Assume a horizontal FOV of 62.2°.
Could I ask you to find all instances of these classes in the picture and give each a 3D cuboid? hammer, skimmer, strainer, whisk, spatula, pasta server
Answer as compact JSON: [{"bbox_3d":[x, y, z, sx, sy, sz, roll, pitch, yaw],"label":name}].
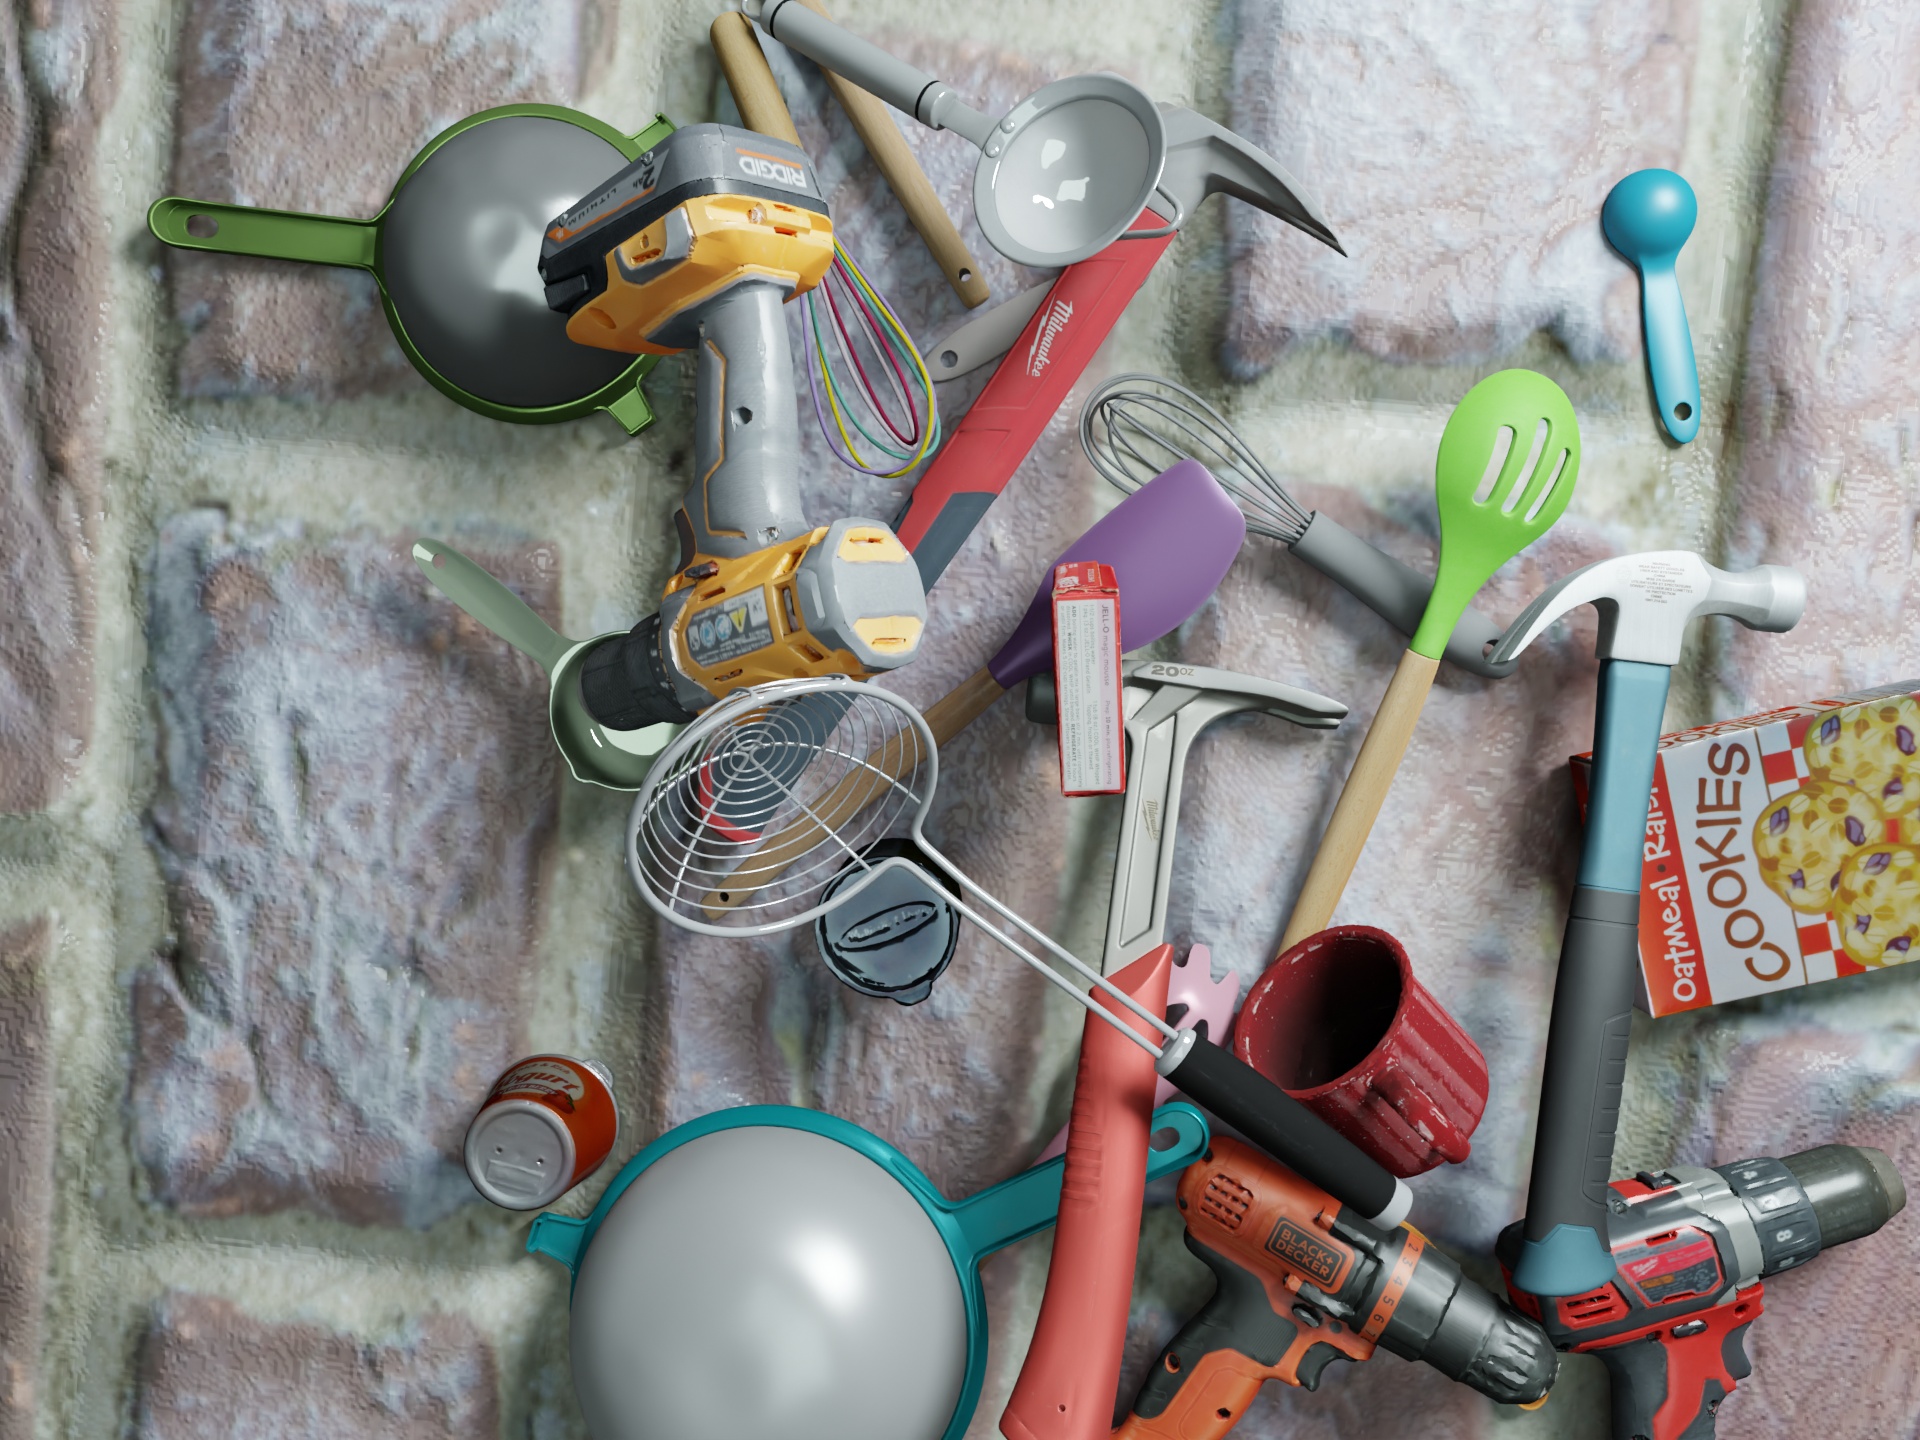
[{"bbox_3d":[0.285,0.088,0.702,0.128,0.033,0.331,7,89,0],"label":"hammer"},{"bbox_3d":[0.037,0.111,0.630,0.363,0.090,0.127,36,107,-6],"label":"skimmer"},{"bbox_3d":[0.080,0.148,0.705,0.149,0.036,0.359,8,74,4],"label":"hammer"},{"bbox_3d":[-0.042,0.263,0.723,0.340,0.095,0.211,-28,85,11],"label":"strainer"},{"bbox_3d":[-0.002,-0.263,0.690,0.259,0.050,0.087,37,95,21],"label":"strainer"},{"bbox_3d":[0.159,-0.085,0.738,0.239,0.055,0.055,32,95,-4],"label":"whisk"},{"bbox_3d":[0.008,-0.094,0.719,0.143,0.038,0.386,40,101,26],"label":"hammer"},{"bbox_3d":[-0.001,-0.002,0.737,0.316,0.018,0.060,-38,87,12],"label":"spatula"},{"bbox_3d":[-0.063,-0.218,0.714,0.051,0.047,0.245,-15,74,-25],"label":"whisk"},{"bbox_3d":[-0.258,-0.222,0.733,0.256,0.069,0.151,7,94,0],"label":"strainer"},{"bbox_3d":[0.024,0.238,0.777,0.060,0.040,0.316,40,99,-1],"label":"pasta server"}]

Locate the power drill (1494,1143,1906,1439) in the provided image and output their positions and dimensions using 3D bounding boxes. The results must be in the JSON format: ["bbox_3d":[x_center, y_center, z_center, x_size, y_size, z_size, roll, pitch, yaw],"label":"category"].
[{"bbox_3d":[0.369,0.317,0.744,0.188,0.080,0.227,-16,89,-2],"label":"power drill"}]

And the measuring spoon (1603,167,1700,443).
[{"bbox_3d":[0.328,-0.192,0.734,0.042,0.021,0.128,-10,92,3],"label":"measuring spoon"}]

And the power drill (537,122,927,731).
[{"bbox_3d":[-0.114,-0.108,0.677,0.185,0.084,0.226,-17,84,40],"label":"power drill"}]

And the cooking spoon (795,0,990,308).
[{"bbox_3d":[-0.072,-0.333,0.743,0.069,0.017,0.319,-31,92,5],"label":"cooking spoon"}]

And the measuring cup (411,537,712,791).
[{"bbox_3d":[-0.190,-0.033,0.760,0.167,0.038,0.083,38,95,1],"label":"measuring cup"}]

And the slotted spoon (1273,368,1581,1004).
[{"bbox_3d":[0.204,-0.006,0.727,0.070,0.031,0.313,15,106,-16],"label":"slotted spoon"}]

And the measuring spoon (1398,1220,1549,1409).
[{"bbox_3d":[0.245,0.289,0.779,0.021,0.011,0.117,-40,88,-11],"label":"measuring spoon"}]

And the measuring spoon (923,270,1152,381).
[{"bbox_3d":[0.035,-0.195,0.748,0.124,0.018,0.034,-30,93,5],"label":"measuring spoon"}]
